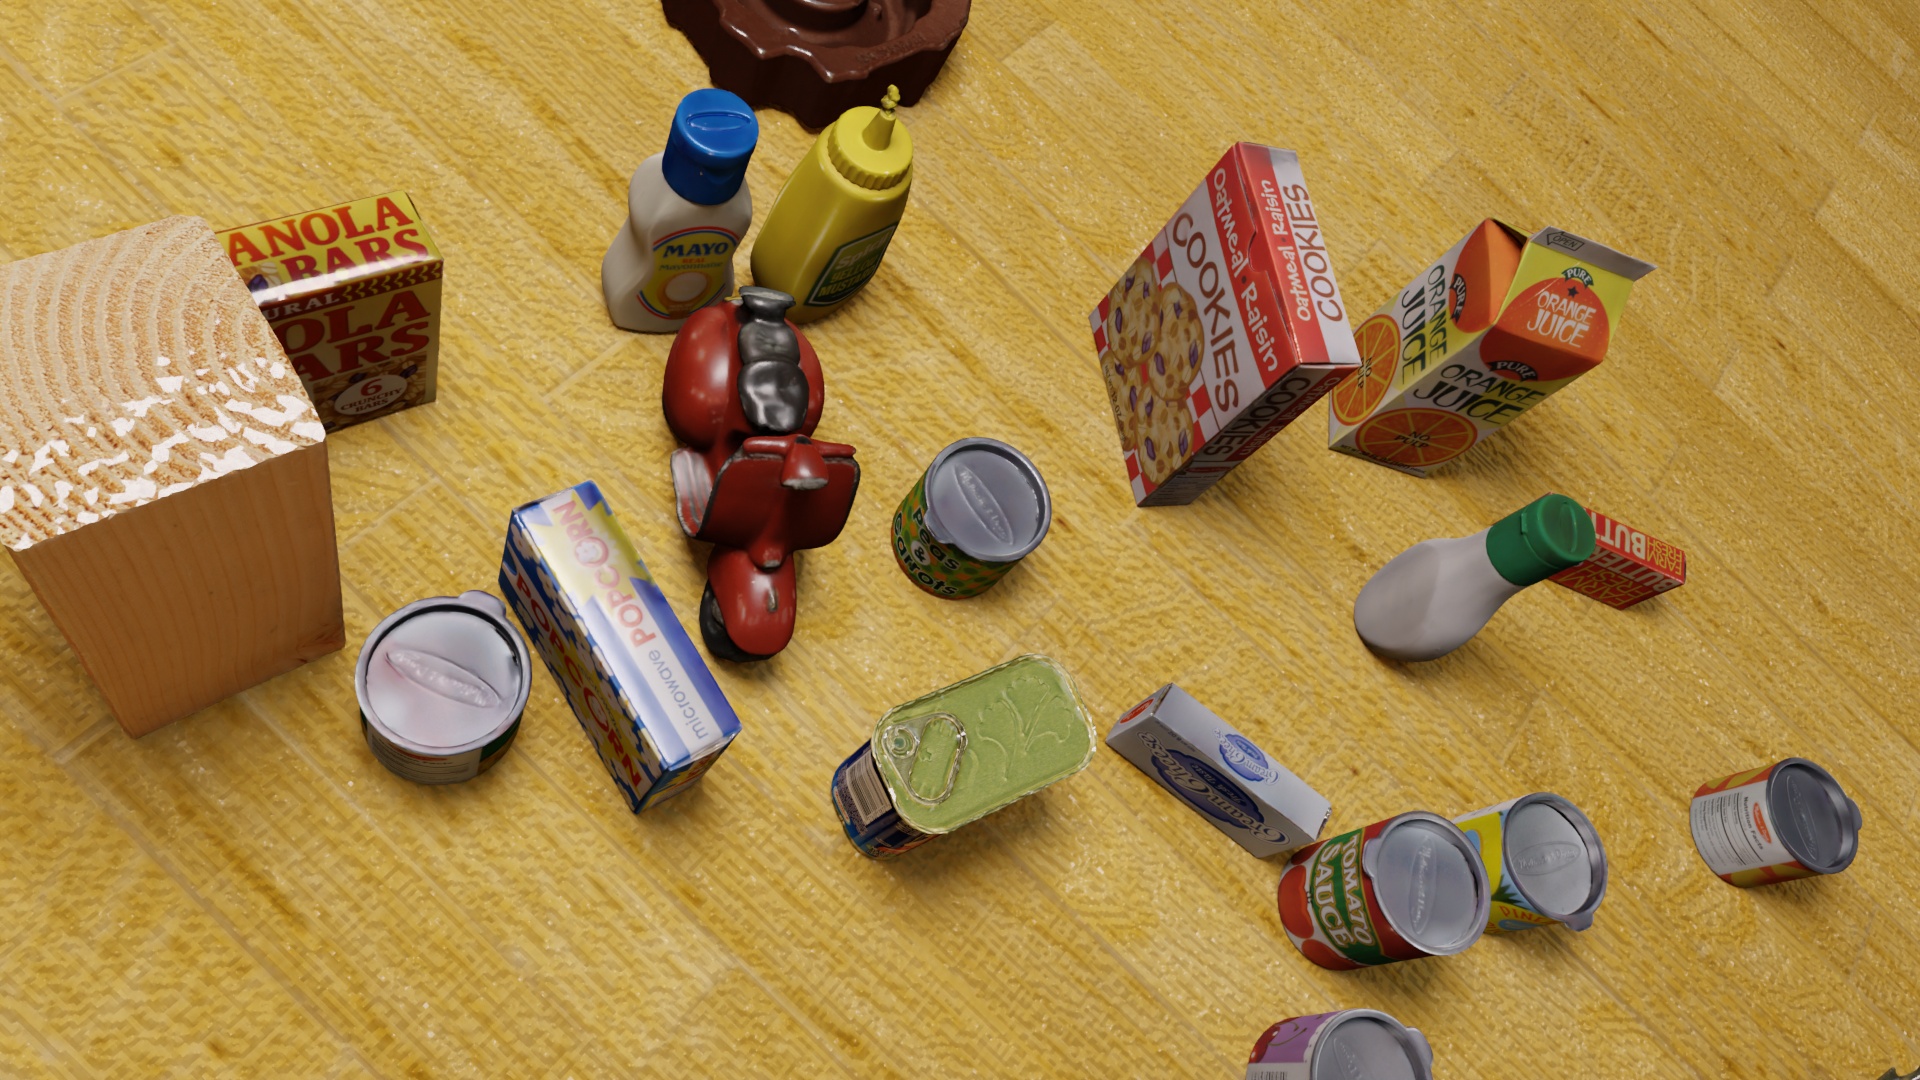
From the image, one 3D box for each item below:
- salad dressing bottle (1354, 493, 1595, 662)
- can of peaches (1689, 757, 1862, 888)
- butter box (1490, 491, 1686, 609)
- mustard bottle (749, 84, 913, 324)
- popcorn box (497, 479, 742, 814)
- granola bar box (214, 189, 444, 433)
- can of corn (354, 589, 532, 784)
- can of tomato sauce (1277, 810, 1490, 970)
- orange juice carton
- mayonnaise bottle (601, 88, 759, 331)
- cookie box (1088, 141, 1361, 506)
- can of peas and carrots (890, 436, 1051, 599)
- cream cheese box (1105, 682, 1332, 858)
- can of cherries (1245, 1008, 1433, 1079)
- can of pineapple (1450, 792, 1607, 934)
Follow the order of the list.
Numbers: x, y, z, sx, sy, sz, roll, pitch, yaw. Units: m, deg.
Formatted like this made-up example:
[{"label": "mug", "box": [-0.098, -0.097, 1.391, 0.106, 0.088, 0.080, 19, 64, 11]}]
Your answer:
[{"label": "salad dressing bottle", "box": [0.270, 0.021, 0.739, 0.044, 0.147, 0.064, 17, 63, -14]}, {"label": "can of peaches", "box": [0.474, 0.166, 0.810, 0.071, 0.057, 0.071, 8, 65, -19]}, {"label": "butter box", "box": [0.381, 0.007, 0.844, 0.103, 0.053, 0.024, 21, 62, -12]}, {"label": "mustard bottle", "box": [-0.057, -0.166, 0.681, 0.065, 0.159, 0.049, -32, 83, -30]}, {"label": "popcorn box", "box": [-0.148, 0.048, 0.594, 0.038, 0.085, 0.127, -28, 80, -29]}, {"label": "granola bar box", "box": [-0.300, -0.075, 0.565, 0.166, 0.123, 0.039, -24, 78, -29]}, {"label": "can of corn", "box": [-0.214, 0.062, 0.577, 0.071, 0.058, 0.071, 8, 65, -19]}, {"label": "can of tomato sauce", "box": [0.204, 0.174, 0.682, 0.071, 0.082, 0.071, 8, 65, -19]}, {"label": "orange juice carton", "box": [0.291, -0.113, 0.780, 0.072, 0.191, 0.073, 15, 63, -15]}, {"label": "mayonnaise bottle", "box": [-0.129, -0.151, 0.653, 0.065, 0.147, 0.041, -9, 72, -25]}, {"label": "cookie box", "box": [0.130, -0.106, 0.727, 0.040, 0.166, 0.123, -3, 69, -23]}, {"label": "can of peas and carrots", "box": [0.002, -0.009, 0.695, 0.071, 0.058, 0.071, 8, 65, -19]}, {"label": "cream cheese box", "box": [0.128, 0.116, 0.694, 0.104, 0.053, 0.024, 37, 60, -3]}, {"label": "can of cherries", "box": [0.178, 0.255, 0.650, 0.071, 0.058, 0.072, 8, 65, -19]}, {"label": "can of pineapple", "box": [0.295, 0.173, 0.734, 0.071, 0.057, 0.071, 8, 65, -19]}]
